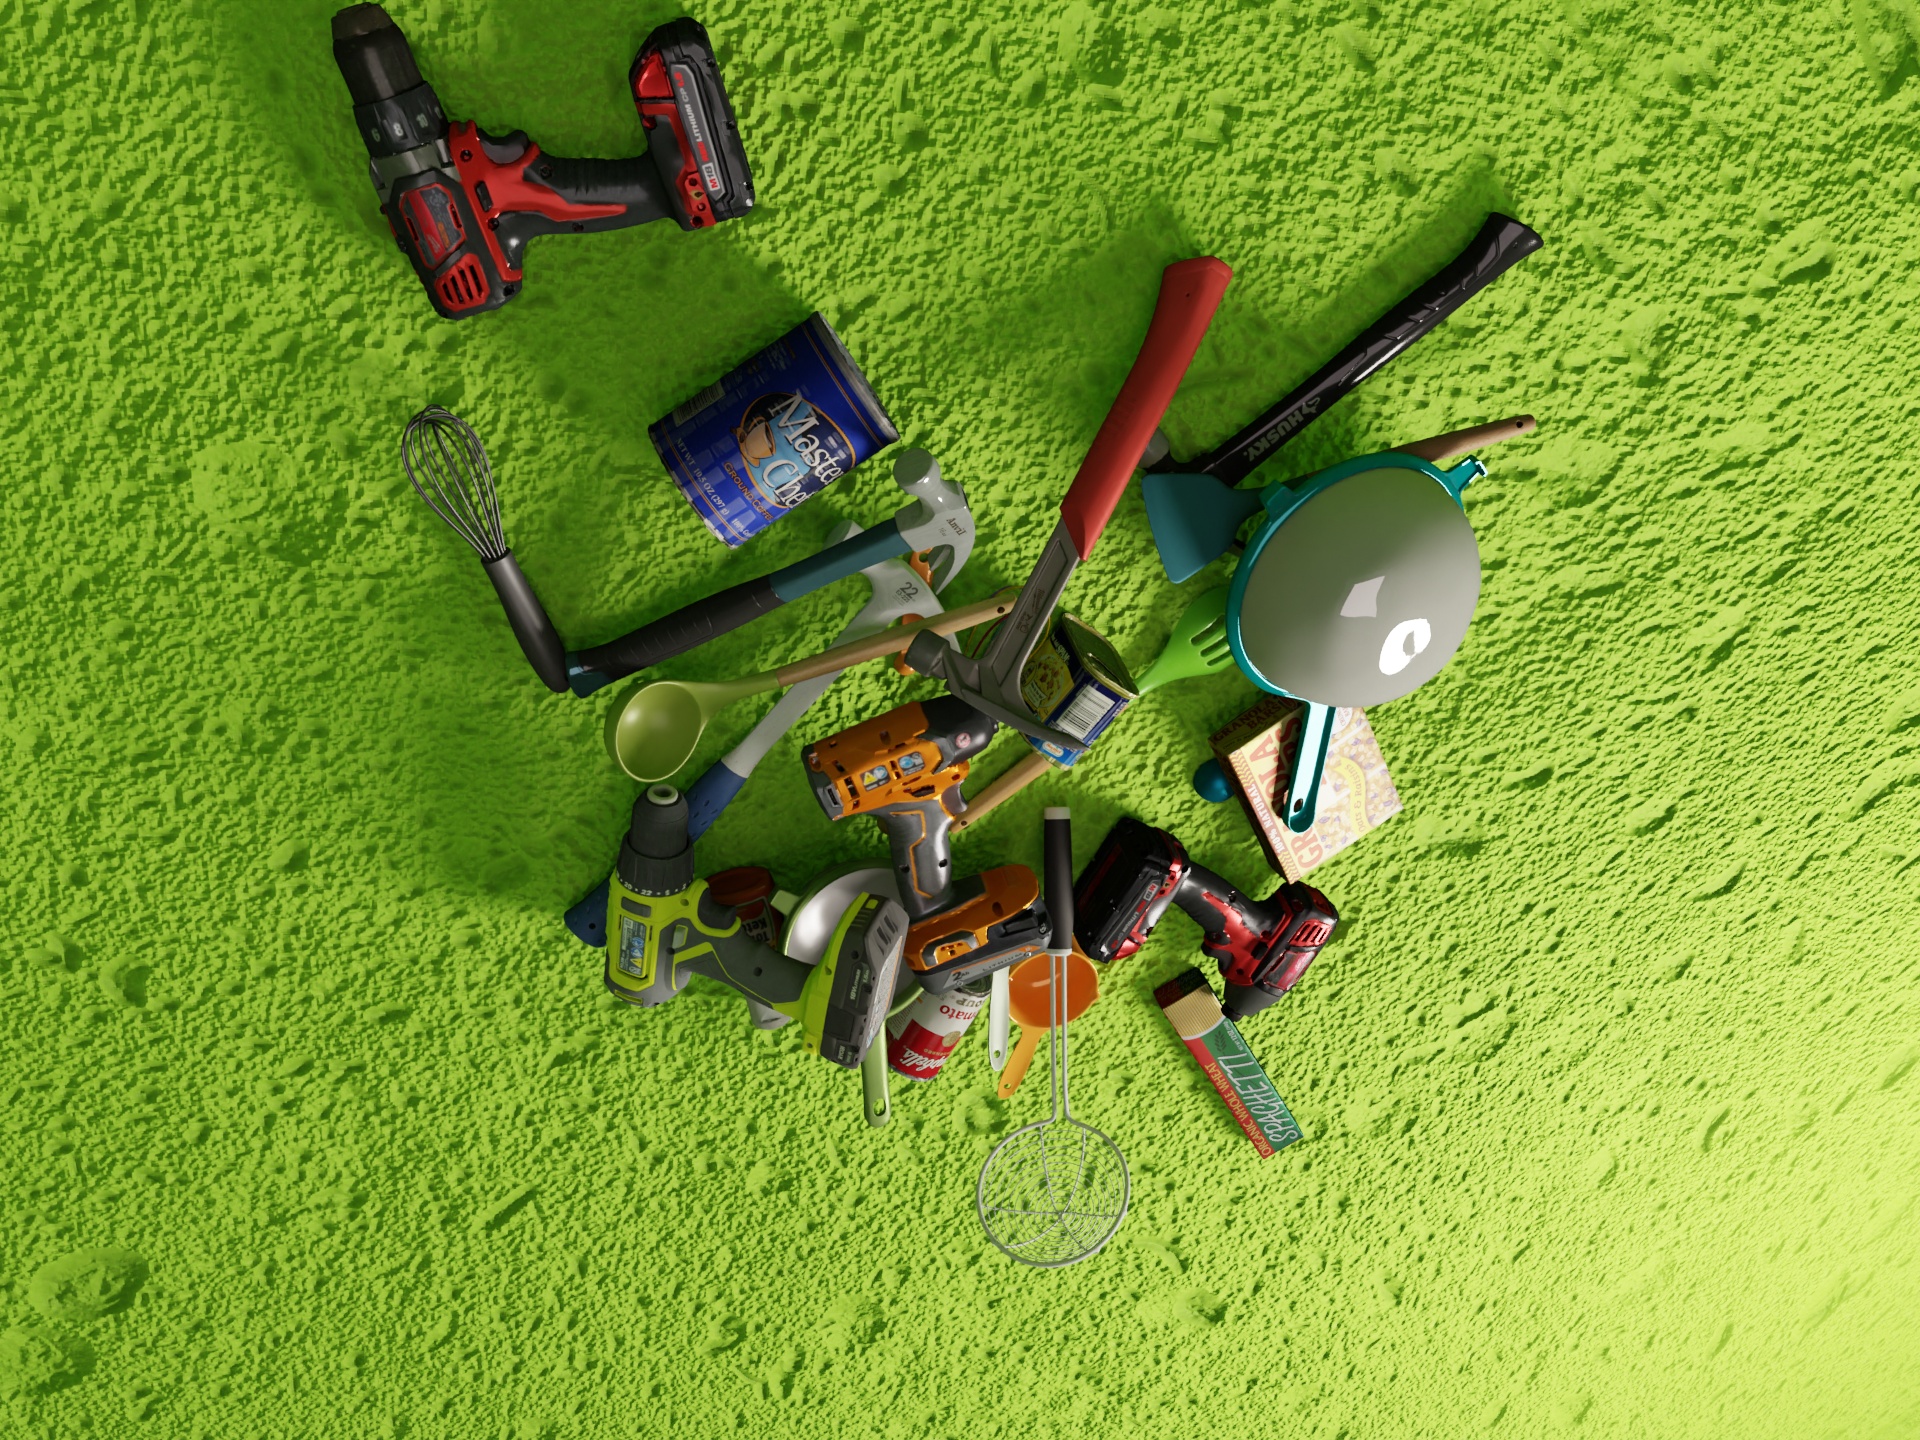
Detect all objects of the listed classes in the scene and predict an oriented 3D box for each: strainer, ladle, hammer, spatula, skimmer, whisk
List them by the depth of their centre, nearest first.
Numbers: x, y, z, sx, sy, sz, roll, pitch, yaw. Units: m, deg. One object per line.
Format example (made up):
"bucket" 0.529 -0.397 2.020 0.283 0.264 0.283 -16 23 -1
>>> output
"whisk" -0.328 -0.114 1.123 0.055 0.055 0.238 -20 125 -2
"hammer" -0.142 -0.090 1.129 0.331 0.033 0.128 -22 151 16
"hammer" 0.106 -0.161 1.135 0.149 0.036 0.359 28 92 6
"ladle" -0.108 -0.033 1.170 0.320 0.062 0.078 -18 126 -1
"spatula" 0.287 -0.183 1.189 0.317 0.044 0.082 -17 93 -6
"hammer" 0.292 -0.258 1.196 0.335 0.035 0.146 -38 120 9
"strainer" 0.306 -0.032 1.218 0.211 0.095 0.340 -10 126 -21
"hammer" -0.165 0.034 1.245 0.144 0.035 0.405 38 106 -21
"whisk" 0.000 -0.003 1.267 0.047 0.051 0.245 18 116 -28
"skimmer" 0.075 0.252 1.303 0.127 0.090 0.363 -1 86 17
"strainer" -0.087 0.222 1.344 0.151 0.069 0.256 -13 114 -22

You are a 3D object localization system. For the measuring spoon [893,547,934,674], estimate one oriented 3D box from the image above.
"measuring spoon" -0.035 -0.085 1.227 0.021 0.011 0.116 2 119 -15

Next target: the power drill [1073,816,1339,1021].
"power drill" 0.210 0.183 1.394 0.219 0.079 0.143 23 111 -21

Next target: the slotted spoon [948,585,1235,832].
"slotted spoon" 0.114 -0.001 1.304 0.314 0.031 0.070 -37 121 10

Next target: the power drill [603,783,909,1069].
"power drill" -0.162 0.157 1.209 0.228 0.080 0.190 18 122 10

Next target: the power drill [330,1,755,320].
"power drill" -0.257 -0.366 0.981 0.226 0.080 0.187 -17 121 0

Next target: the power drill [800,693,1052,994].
"power drill" -0.007 0.086 1.232 0.164 0.084 0.226 -23 115 0

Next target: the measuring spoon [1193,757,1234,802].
"measuring spoon" 0.253 0.026 1.354 0.128 0.021 0.042 -43 120 12

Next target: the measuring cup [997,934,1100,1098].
"measuring cup" 0.060 0.259 1.425 0.095 0.052 0.173 10 118 -19

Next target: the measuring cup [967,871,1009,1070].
"measuring cup" 0.023 0.211 1.349 0.083 0.038 0.167 4 84 -38
